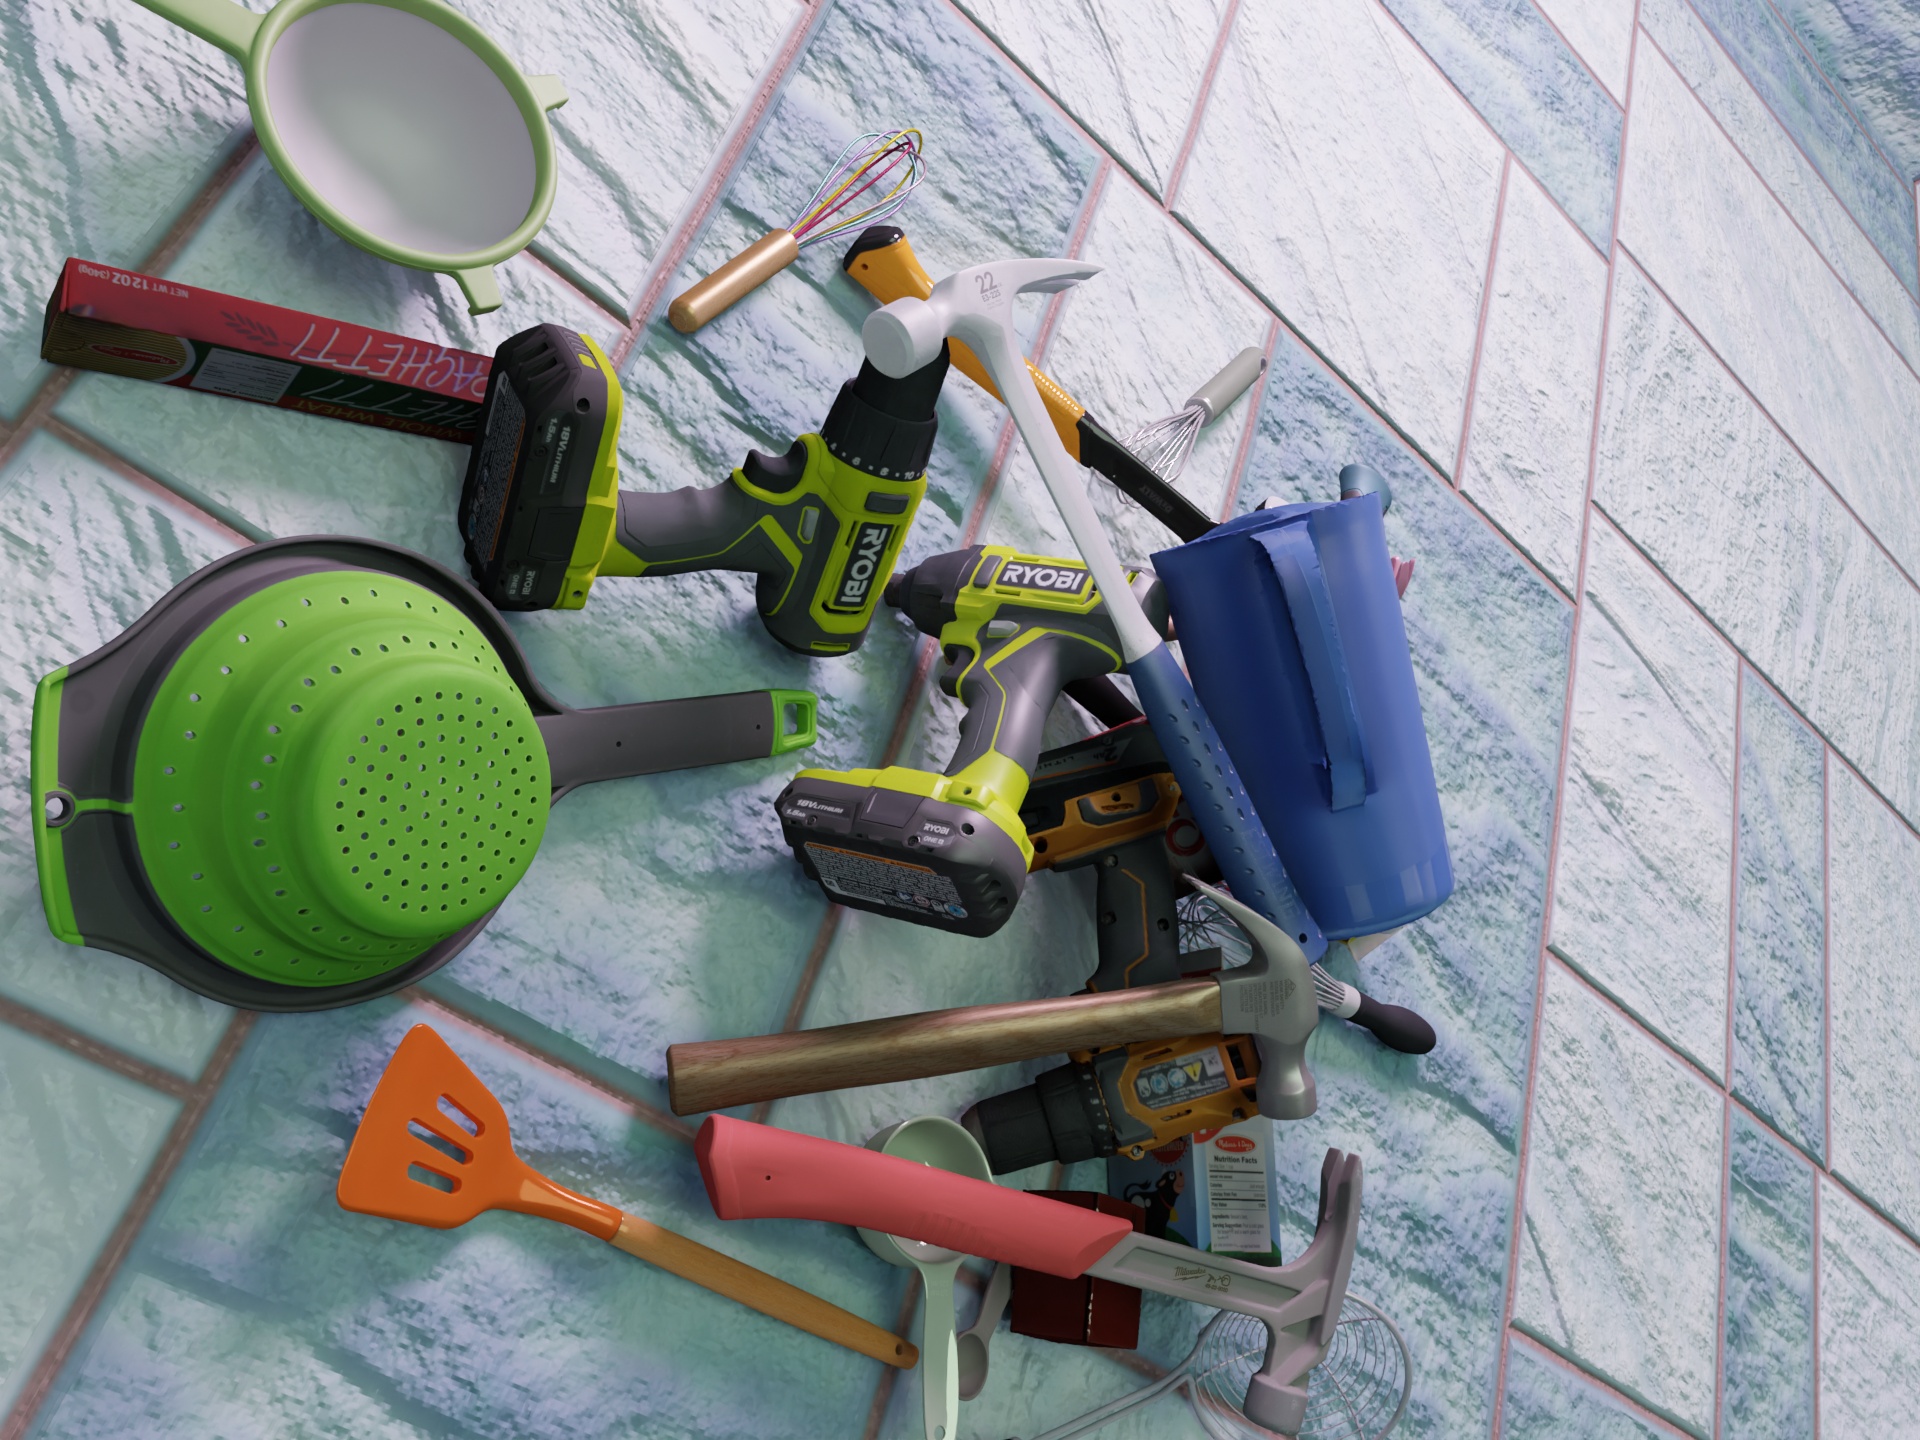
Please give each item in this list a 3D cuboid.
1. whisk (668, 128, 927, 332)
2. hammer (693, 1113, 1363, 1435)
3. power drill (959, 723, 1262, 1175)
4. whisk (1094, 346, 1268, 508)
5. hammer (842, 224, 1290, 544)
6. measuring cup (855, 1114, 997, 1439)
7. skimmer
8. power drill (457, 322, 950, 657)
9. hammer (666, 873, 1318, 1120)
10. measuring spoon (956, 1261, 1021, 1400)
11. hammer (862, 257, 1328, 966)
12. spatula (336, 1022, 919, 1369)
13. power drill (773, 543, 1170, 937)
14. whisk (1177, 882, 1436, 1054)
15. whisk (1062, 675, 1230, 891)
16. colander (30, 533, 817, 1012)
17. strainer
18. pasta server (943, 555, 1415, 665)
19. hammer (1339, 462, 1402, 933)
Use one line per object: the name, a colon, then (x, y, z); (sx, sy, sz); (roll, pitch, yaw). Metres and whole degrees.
whisk: (-0.094, -0.304, 0.971); (0.051, 0.047, 0.245); (52, 53, -14)
hammer: (0.041, 0.250, 0.804); (0.359, 0.037, 0.149); (21, 78, -18)
power drill: (0.066, 0.134, 0.895); (0.185, 0.084, 0.226); (-17, 76, -2)
whisk: (0.170, -0.221, 1.161); (0.246, 0.059, 0.057); (-45, 141, -44)
hammer: (0.059, -0.193, 1.033); (0.336, 0.127, 0.034); (39, 42, -11)
measuring cup: (-0.022, 0.290, 0.819); (0.083, 0.038, 0.168); (12, 67, -35)
skimmer: (0.094, 0.389, 0.846); (0.363, 0.090, 0.127); (-4, 109, -38)
power drill: (-0.119, -0.126, 0.801); (0.228, 0.190, 0.080); (1, 36, -34)
hammer: (0.020, 0.155, 0.800); (0.331, 0.031, 0.130); (-6, 96, -10)
measuring spoon: (0.015, 0.309, 0.864); (0.034, 0.018, 0.124); (58, 40, -26)
hammer: (0.095, -0.049, 0.828); (0.144, 0.035, 0.405); (-36, 104, -35)
spatula: (-0.138, 0.244, 0.740); (0.322, 0.041, 0.081); (35, 55, -27)
power drill: (-0.001, -0.003, 0.872); (0.223, 0.171, 0.080); (-62, 147, -31)
whisk: (0.235, 0.178, 1.066); (0.284, 0.070, 0.070); (29, 58, -35)
whisk: (0.129, 0.022, 1.032); (0.295, 0.073, 0.073); (43, 52, -12)
colander: (-0.185, 0.020, 0.714); (0.397, 0.094, 0.204); (-8, 102, -49)
strainer: (-0.324, -0.299, 0.761); (0.256, 0.069, 0.152); (24, 63, -31)
pasta server: (0.142, -0.067, 1.004); (0.316, 0.060, 0.040); (-8, 101, -14)
hammer: (0.260, -0.031, 1.071); (0.128, 0.033, 0.331); (28, 59, -27)
